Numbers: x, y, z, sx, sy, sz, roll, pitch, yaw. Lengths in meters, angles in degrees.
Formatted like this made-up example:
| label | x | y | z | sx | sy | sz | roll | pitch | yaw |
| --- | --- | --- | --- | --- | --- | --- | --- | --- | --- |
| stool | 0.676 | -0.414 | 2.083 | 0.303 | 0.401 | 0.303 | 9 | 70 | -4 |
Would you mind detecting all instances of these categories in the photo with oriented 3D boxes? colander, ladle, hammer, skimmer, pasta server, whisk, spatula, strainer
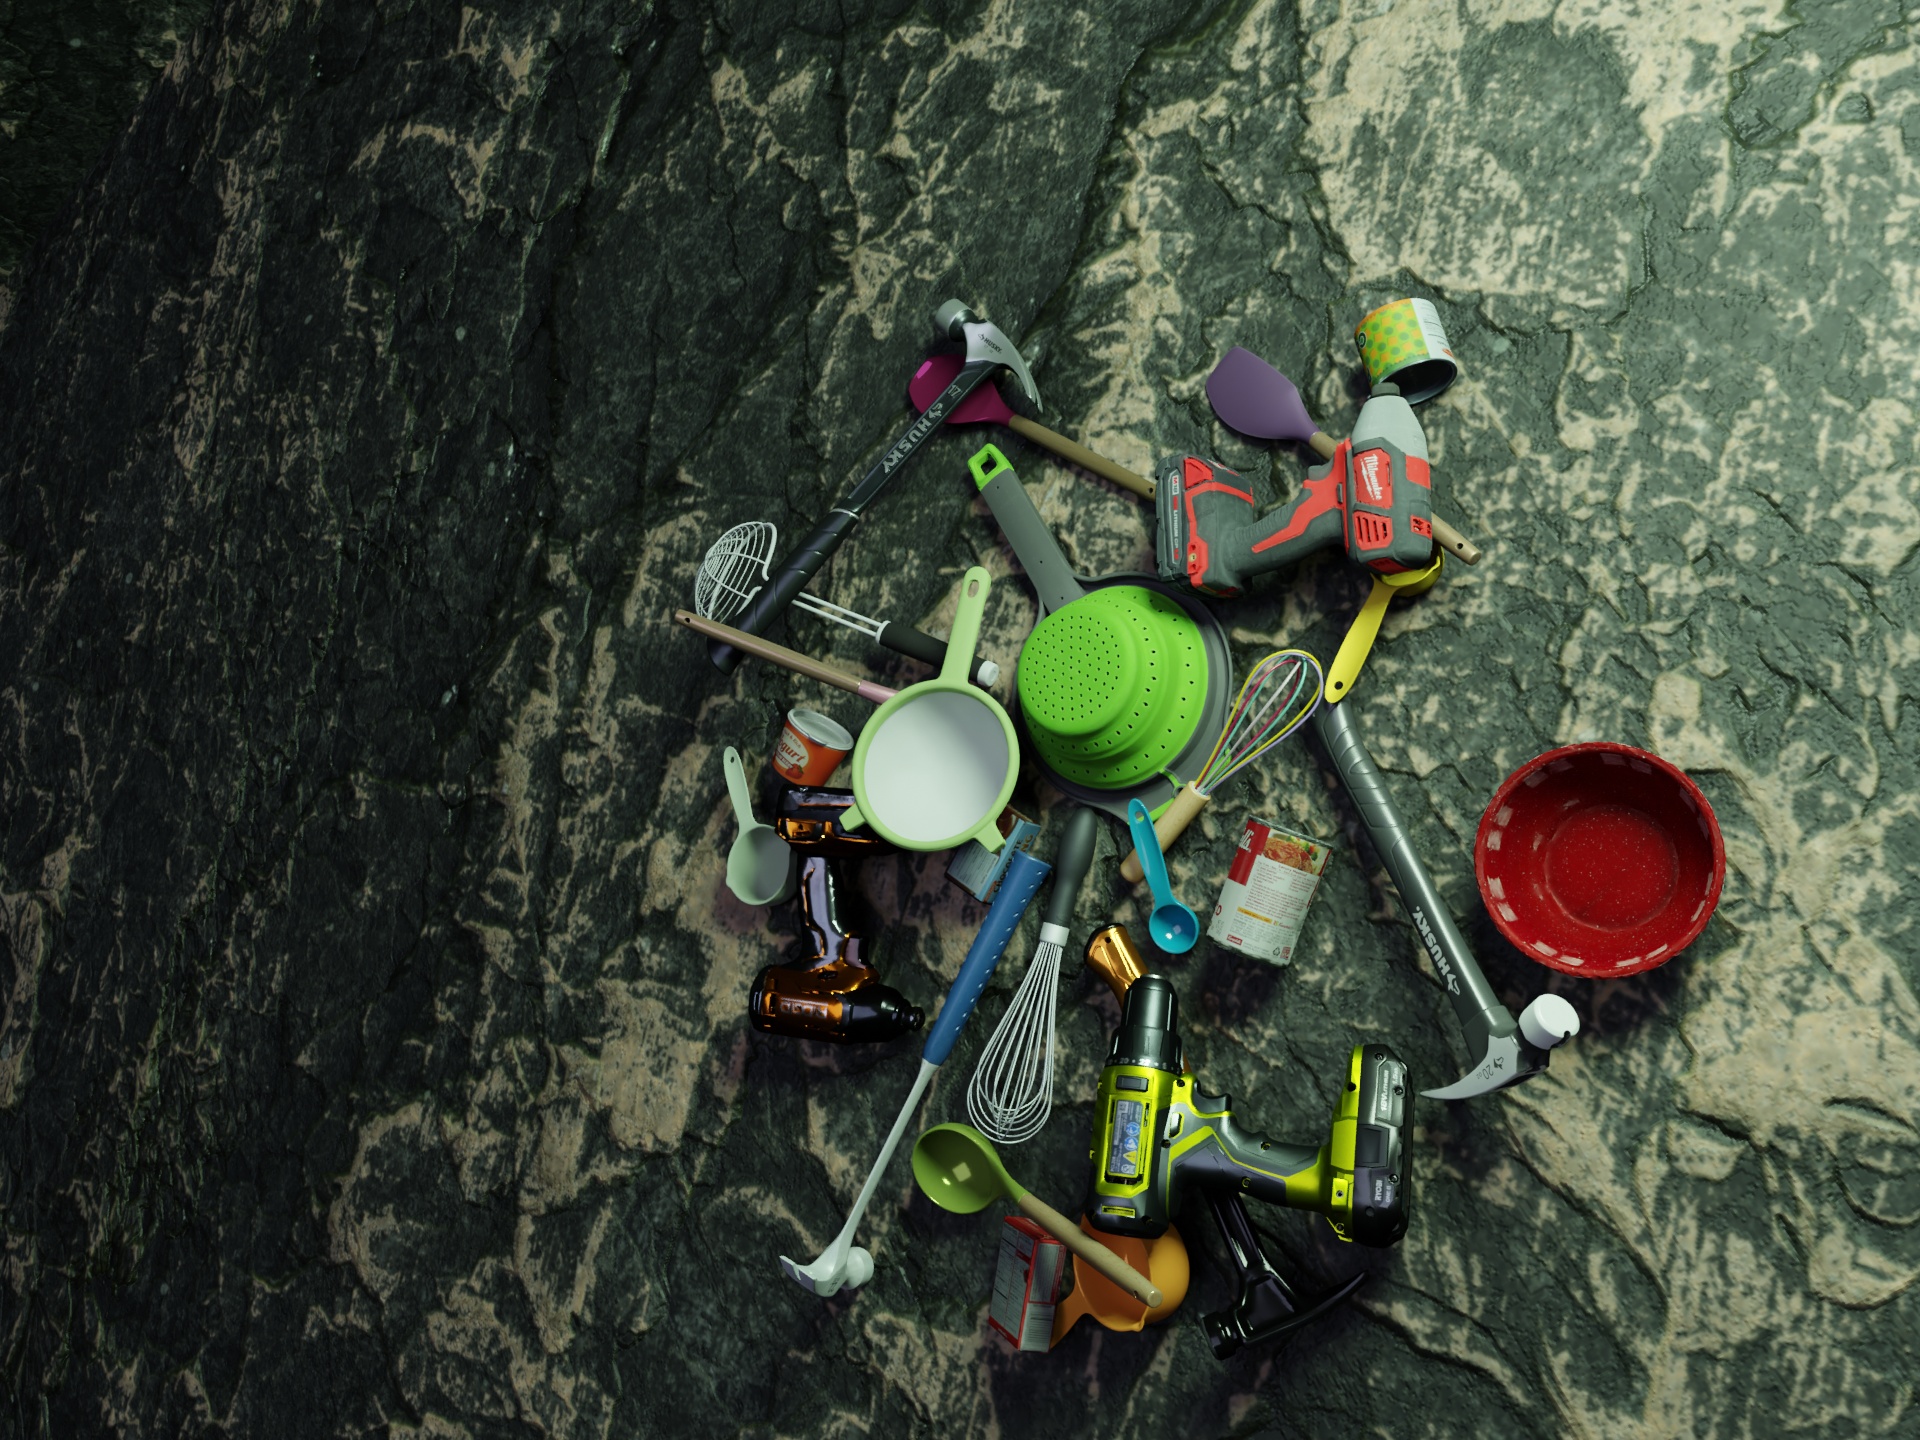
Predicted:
| label | x | y | z | sx | sy | sz | roll | pitch | yaw |
| --- | --- | --- | --- | --- | --- | --- | --- | --- | --- |
| colander | 0.081 | -0.098 | 1.358 | 0.204 | 0.094 | 0.397 | -39 | 61 | 20 |
| ladle | 0.052 | 0.381 | 1.210 | 0.320 | 0.062 | 0.078 | 10 | 112 | 64 |
| hammer | 0.183 | 0.301 | 1.221 | 0.127 | 0.034 | 0.337 | -25 | 59 | 3 |
| hammer | -0.091 | -0.201 | 1.477 | 0.409 | 0.036 | 0.149 | -48 | 60 | 4 |
| skimmer | -0.112 | -0.096 | 1.527 | 0.363 | 0.090 | 0.127 | 23 | 83 | 25 |
| pasta server | -0.117 | -0.040 | 1.440 | 0.316 | 0.040 | 0.060 | 22 | 94 | 8 |
| whisk | 0.071 | 0.210 | 1.321 | 0.070 | 0.070 | 0.285 | 10 | 80 | 35 |
| hammer | 0.324 | 0.115 | 1.158 | 0.146 | 0.035 | 0.335 | 112 | 146 | -49 |
| spatula | 0.299 | -0.210 | 1.270 | 0.059 | 0.018 | 0.316 | -52 | 49 | 13 |
| hammer | -0.030 | 0.296 | 1.334 | 0.035 | 0.144 | 0.405 | 25 | 87 | 23 |
| whisk | 0.199 | 0.037 | 1.260 | 0.245 | 0.047 | 0.051 | -54 | 38 | 26 |
| strainer | -0.002 | -0.004 | 1.379 | 0.151 | 0.069 | 0.256 | 6 | 74 | 23 |

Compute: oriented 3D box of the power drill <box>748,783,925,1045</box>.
| label | x | y | z | sx | sy | sz | roll | pitch | yaw |
| --- | --- | --- | --- | --- | --- | --- | --- | --- | --- |
| power drill | -0.099 | 0.176 | 1.422 | 0.164 | 0.084 | 0.226 | 3 | 85 | 25 |

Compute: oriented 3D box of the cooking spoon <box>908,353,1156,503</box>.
| label | x | y | z | sx | sy | sz | roll | pitch | yaw |
| --- | --- | --- | --- | --- | --- | --- | --- | --- | --- |
| cooking spoon | 0.067 | -0.263 | 1.453 | 0.319 | 0.017 | 0.069 | 34 | 91 | 35 |

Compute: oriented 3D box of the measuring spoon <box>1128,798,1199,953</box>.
| label | x | y | z | sx | sy | sz | roll | pitch | yaw |
| --- | --- | --- | --- | --- | --- | --- | --- | --- | --- |
| measuring spoon | 0.162 | 0.123 | 1.279 | 0.042 | 0.021 | 0.128 | -18 | 88 | 32 |

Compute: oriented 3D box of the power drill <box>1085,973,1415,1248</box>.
| label | x | y | z | sx | sy | sz | roll | pitch | yaw |
| --- | --- | --- | --- | --- | --- | --- | --- | --- | --- |
| power drill | 0.209 | 0.285 | 1.158 | 0.228 | 0.080 | 0.191 | 1 | 65 | 21 |

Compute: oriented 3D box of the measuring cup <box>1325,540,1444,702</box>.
| label | x | y | z | sx | sy | sz | roll | pitch | yaw |
| --- | --- | --- | --- | --- | --- | --- | --- | --- | --- |
| measuring cup | 0.321 | -0.079 | 1.222 | 0.062 | 0.029 | 0.156 | 24 | 85 | 37 |

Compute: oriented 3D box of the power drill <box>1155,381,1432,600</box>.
| label | x | y | z | sx | sy | sz | roll | pitch | yaw |
| --- | --- | --- | --- | --- | --- | --- | --- | --- | --- |
| power drill | 0.261 | -0.173 | 1.239 | 0.220 | 0.078 | 0.143 | -8 | 78 | 44 |

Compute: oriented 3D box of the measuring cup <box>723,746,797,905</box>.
| label | x | y | z | sx | sy | sz | roll | pitch | yaw |
| --- | --- | --- | --- | --- | --- | --- | --- | --- | --- |
| measuring cup | -0.195 | 0.101 | 1.532 | 0.083 | 0.038 | 0.168 | -31 | 61 | 24 |

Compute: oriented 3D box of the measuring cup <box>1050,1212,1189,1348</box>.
| label | x | y | z | sx | sy | sz | roll | pitch | yaw |
| --- | --- | --- | --- | --- | --- | --- | --- | --- | --- |
| measuring cup | 0.115 | 0.446 | 1.242 | 0.173 | 0.052 | 0.095 | -58 | 47 | 36 |
